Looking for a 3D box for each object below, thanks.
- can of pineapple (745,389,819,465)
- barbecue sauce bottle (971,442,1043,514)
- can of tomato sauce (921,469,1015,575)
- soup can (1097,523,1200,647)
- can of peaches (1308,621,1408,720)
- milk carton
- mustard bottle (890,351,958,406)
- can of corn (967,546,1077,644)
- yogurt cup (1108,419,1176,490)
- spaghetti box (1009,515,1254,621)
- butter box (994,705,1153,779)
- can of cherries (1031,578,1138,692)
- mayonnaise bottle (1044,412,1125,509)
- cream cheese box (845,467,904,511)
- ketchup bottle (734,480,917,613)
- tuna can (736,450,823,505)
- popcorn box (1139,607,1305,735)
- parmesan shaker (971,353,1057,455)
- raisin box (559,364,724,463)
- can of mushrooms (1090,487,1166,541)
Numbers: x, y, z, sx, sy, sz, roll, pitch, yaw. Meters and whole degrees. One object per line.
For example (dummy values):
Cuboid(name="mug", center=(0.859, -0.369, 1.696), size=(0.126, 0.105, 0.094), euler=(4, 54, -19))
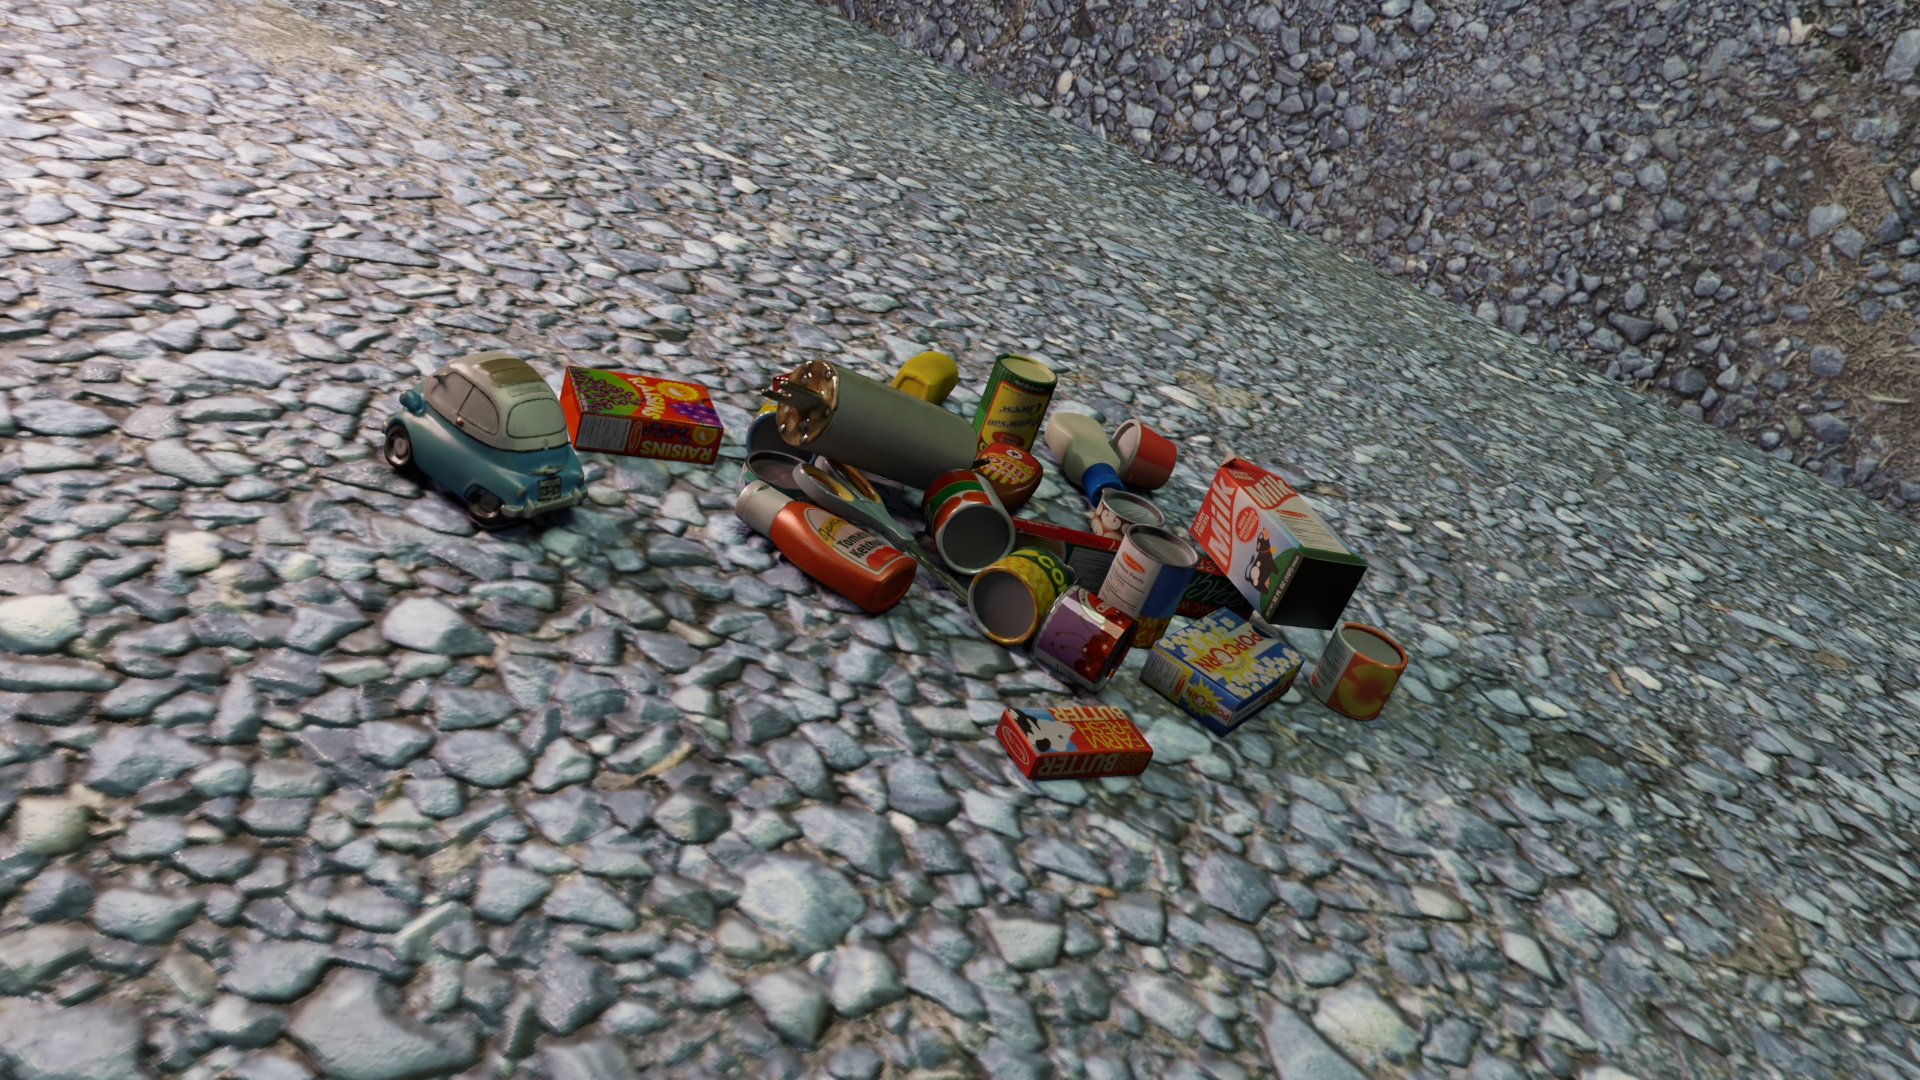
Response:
Cuboid(name="can of pineapple", center=(-0.151, -0.096, 1.222), size=(0.071, 0.070, 0.058), euler=(20, 26, -2))
Cuboid(name="barbecue sauce bottle", center=(0.028, -0.046, 1.284), size=(0.065, 0.043, 0.149), euler=(27, 27, 8))
Cuboid(name="can of tomato sauce", center=(0.004, -0.015, 1.164), size=(0.071, 0.071, 0.083), euler=(13, 18, -16))
Cuboid(name="soup can", center=(0.157, 0.038, 1.171), size=(0.071, 0.083, 0.072), euler=(17, 27, -9))
Cuboid(name="can of peaches", center=(0.344, 0.112, 1.193), size=(0.071, 0.057, 0.071), euler=(16, 26, -8))
Cuboid(name="milk carton", center=(0.269, -0.005, 1.234), size=(0.073, 0.072, 0.191), euler=(8, 30, -26))
Cuboid(name="mustard bottle", center=(-0.033, -0.166, 1.450), size=(0.049, 0.065, 0.161), euler=(28, 21, 4))
Cuboid(name="can of corn", center=(0.049, 0.043, 1.101), size=(0.071, 0.070, 0.058), euler=(31, 29, 20))
Cuboid(name="yogurt cup", center=(0.190, -0.086, 1.454), size=(0.054, 0.072, 0.073), euler=(21, 25, -18))
Cuboid(name="spaghetti box", center=(0.149, 0.029, 1.221), size=(0.250, 0.050, 0.029), euler=(12, 29, -18))
Cuboid(name="butter box", center=(0.082, 0.143, 0.986), size=(0.104, 0.024, 0.053), euler=(3, 31, -31))
Cuboid(name="can of cherries", center=(0.098, 0.074, 1.076), size=(0.058, 0.071, 0.072), euler=(31, 28, 20))
Cuboid(name="mayonnaise bottle", center=(0.132, -0.082, 1.430), size=(0.065, 0.041, 0.149), euler=(10, 29, -18))
Cuboid(name="cream cheese box", center=(-0.076, -0.065, 1.267), size=(0.053, 0.024, 0.104), euler=(16, 26, -6))
Cuboid(name="ketchup bottle", center=(-0.110, 0.002, 1.094), size=(0.149, 0.043, 0.065), euler=(30, 28, 19))
Cuboid(name="tuna can", center=(-0.151, -0.045, 1.165), size=(0.071, 0.032, 0.071), euler=(17, 26, -8))
Cuboid(name="popcorn box", center=(0.216, 0.105, 1.138), size=(0.085, 0.038, 0.127), euler=(33, 29, 26))
Cuboid(name="parmesan shaker", center=(0.047, -0.127, 1.383), size=(0.071, 0.102, 0.071), euler=(16, 27, -8))
Cuboid(name="raisin box", center=(-0.274, -0.108, 1.192), size=(0.123, 0.040, 0.086), euler=(6, 29, -28))
Cuboid(name="can of mushrooms", center=(0.160, -0.019, 1.338), size=(0.071, 0.033, 0.071), euler=(16, 27, -8))
